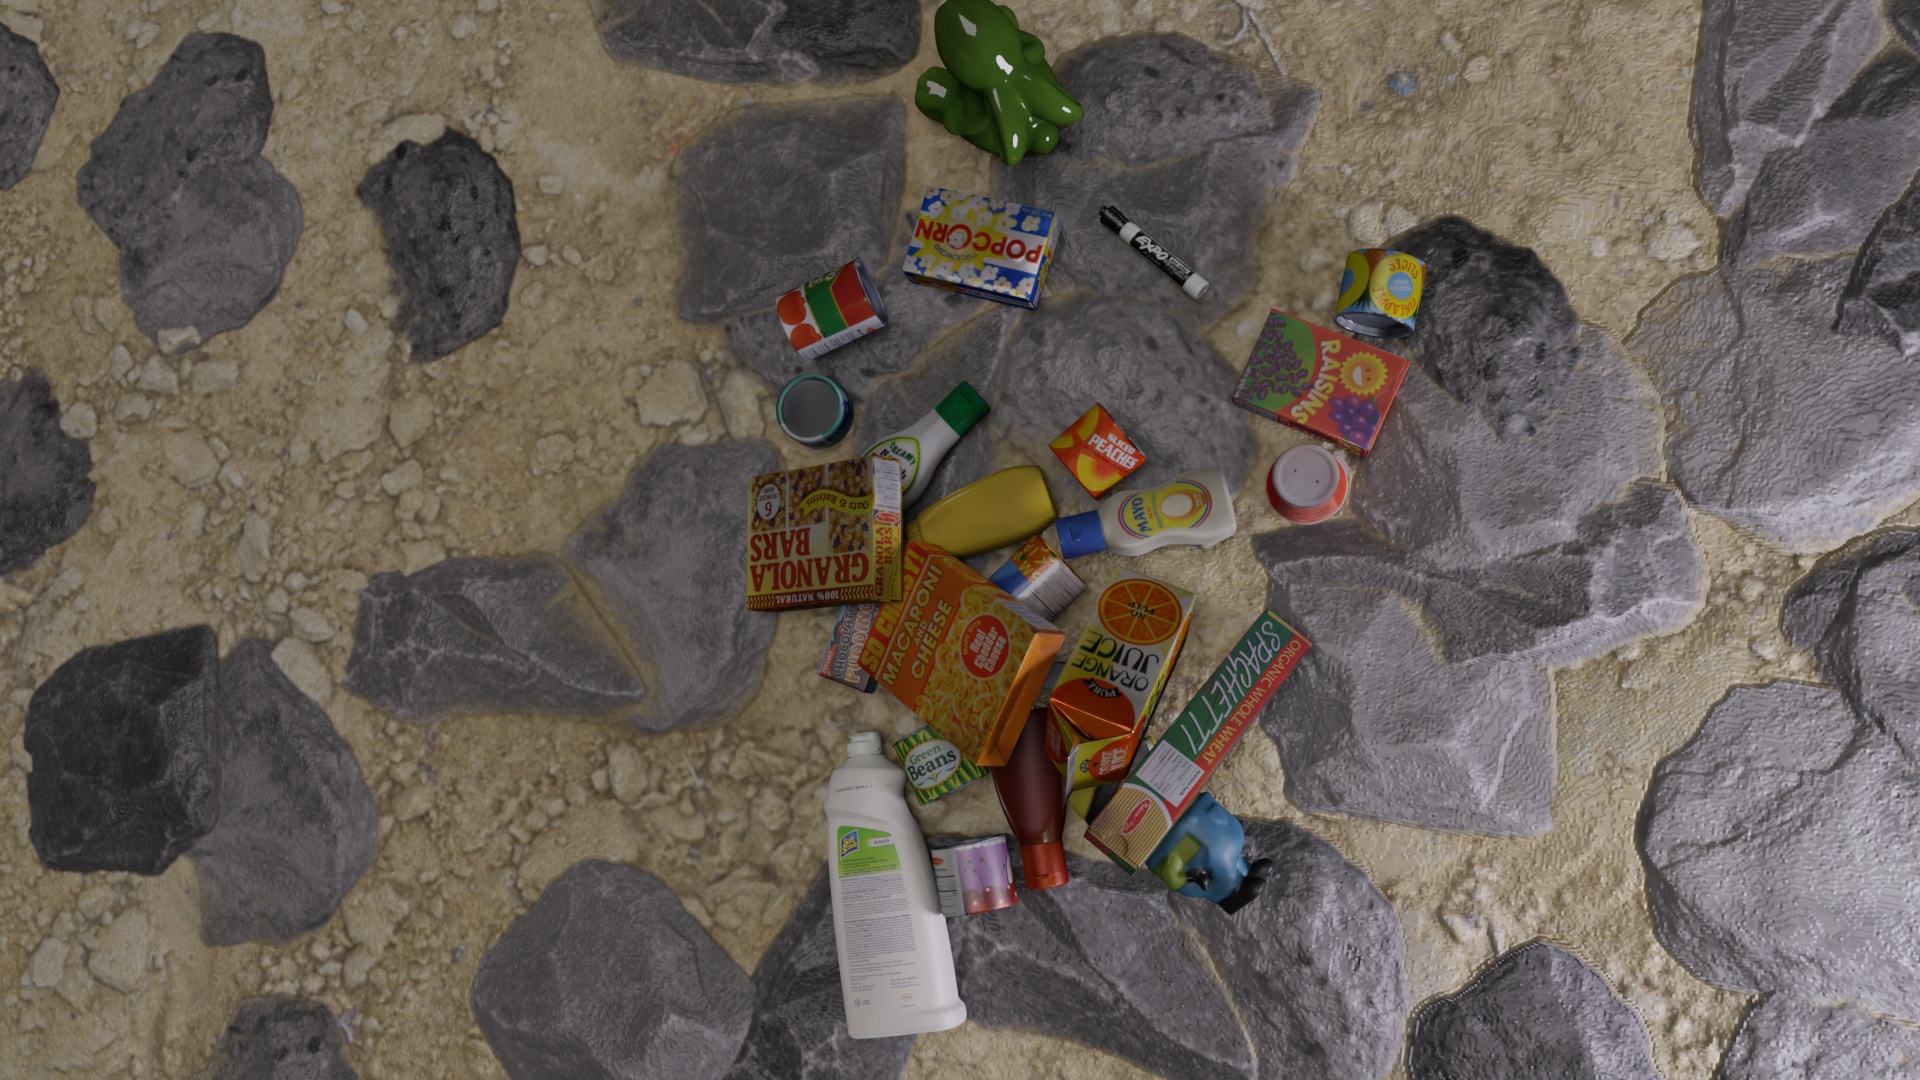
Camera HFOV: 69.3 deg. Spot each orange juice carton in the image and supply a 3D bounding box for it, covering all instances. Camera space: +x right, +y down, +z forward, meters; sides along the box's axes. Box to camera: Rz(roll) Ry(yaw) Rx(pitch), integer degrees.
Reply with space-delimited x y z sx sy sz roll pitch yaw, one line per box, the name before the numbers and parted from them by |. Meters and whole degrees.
orange juice carton | 0.122 0.119 1.118 0.073 0.071 0.194 20 52 16

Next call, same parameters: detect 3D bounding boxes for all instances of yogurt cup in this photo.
yogurt cup | 0.289 -0.050 1.160 0.072 0.054 0.072 -2 83 14

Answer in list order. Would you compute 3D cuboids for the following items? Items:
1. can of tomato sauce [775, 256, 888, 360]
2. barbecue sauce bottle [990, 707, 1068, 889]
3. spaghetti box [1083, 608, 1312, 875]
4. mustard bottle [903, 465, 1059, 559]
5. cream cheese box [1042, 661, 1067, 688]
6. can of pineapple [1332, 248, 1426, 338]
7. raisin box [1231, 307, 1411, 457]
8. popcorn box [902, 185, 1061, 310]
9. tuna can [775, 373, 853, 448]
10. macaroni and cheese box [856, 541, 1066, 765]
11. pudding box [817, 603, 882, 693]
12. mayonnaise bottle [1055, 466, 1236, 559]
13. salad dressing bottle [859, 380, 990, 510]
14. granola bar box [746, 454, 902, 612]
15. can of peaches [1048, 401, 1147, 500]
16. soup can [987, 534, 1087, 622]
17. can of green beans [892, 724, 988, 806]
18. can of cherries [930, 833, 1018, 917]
can of tomato sauce | -0.119 -0.213 1.274 0.083 0.071 0.071 -23 78 10
barbecue sauce bottle | 0.062 0.219 1.183 0.065 0.043 0.148 -11 81 12
spaghetti box | 0.194 0.158 1.113 0.050 0.028 0.251 38 66 14
mustard bottle | 0.004 -0.015 1.226 0.160 0.049 0.065 -20 81 11
cream cheese box | 0.049 0.112 1.195 0.104 0.053 0.024 5 83 14
can of pineapple | 0.351 -0.206 1.159 0.071 0.071 0.058 12 86 15
raisin box | 0.304 -0.134 1.176 0.123 0.040 0.086 25 88 15
popcorn box | 0.020 -0.266 1.262 0.127 0.038 0.085 16 87 15
tuna can | -0.134 -0.122 1.282 0.071 0.033 0.071 -2 83 13
macaroni and cheese box | -0.003 0.091 1.152 0.167 0.040 0.123 34 105 41
pudding box | -0.089 0.089 1.244 0.050 0.030 0.083 20 87 16
mayonnaise bottle | 0.156 -0.017 1.185 0.148 0.041 0.065 -14 74 3
salad dressing bottle | -0.038 -0.081 1.248 0.147 0.044 0.064 -43 74 4
granola bar box | -0.121 -0.003 1.222 0.165 0.039 0.124 -7 80 42
can of peaches | 0.118 -0.076 1.196 0.058 0.071 0.071 -40 76 7
soup can | 0.057 0.044 1.198 0.083 0.071 0.071 -44 75 4
can of green beans | -0.017 0.189 1.194 0.071 0.071 0.058 -28 78 9
can of cherries | 0.014 0.282 1.175 0.071 0.071 0.058 -13 80 12
